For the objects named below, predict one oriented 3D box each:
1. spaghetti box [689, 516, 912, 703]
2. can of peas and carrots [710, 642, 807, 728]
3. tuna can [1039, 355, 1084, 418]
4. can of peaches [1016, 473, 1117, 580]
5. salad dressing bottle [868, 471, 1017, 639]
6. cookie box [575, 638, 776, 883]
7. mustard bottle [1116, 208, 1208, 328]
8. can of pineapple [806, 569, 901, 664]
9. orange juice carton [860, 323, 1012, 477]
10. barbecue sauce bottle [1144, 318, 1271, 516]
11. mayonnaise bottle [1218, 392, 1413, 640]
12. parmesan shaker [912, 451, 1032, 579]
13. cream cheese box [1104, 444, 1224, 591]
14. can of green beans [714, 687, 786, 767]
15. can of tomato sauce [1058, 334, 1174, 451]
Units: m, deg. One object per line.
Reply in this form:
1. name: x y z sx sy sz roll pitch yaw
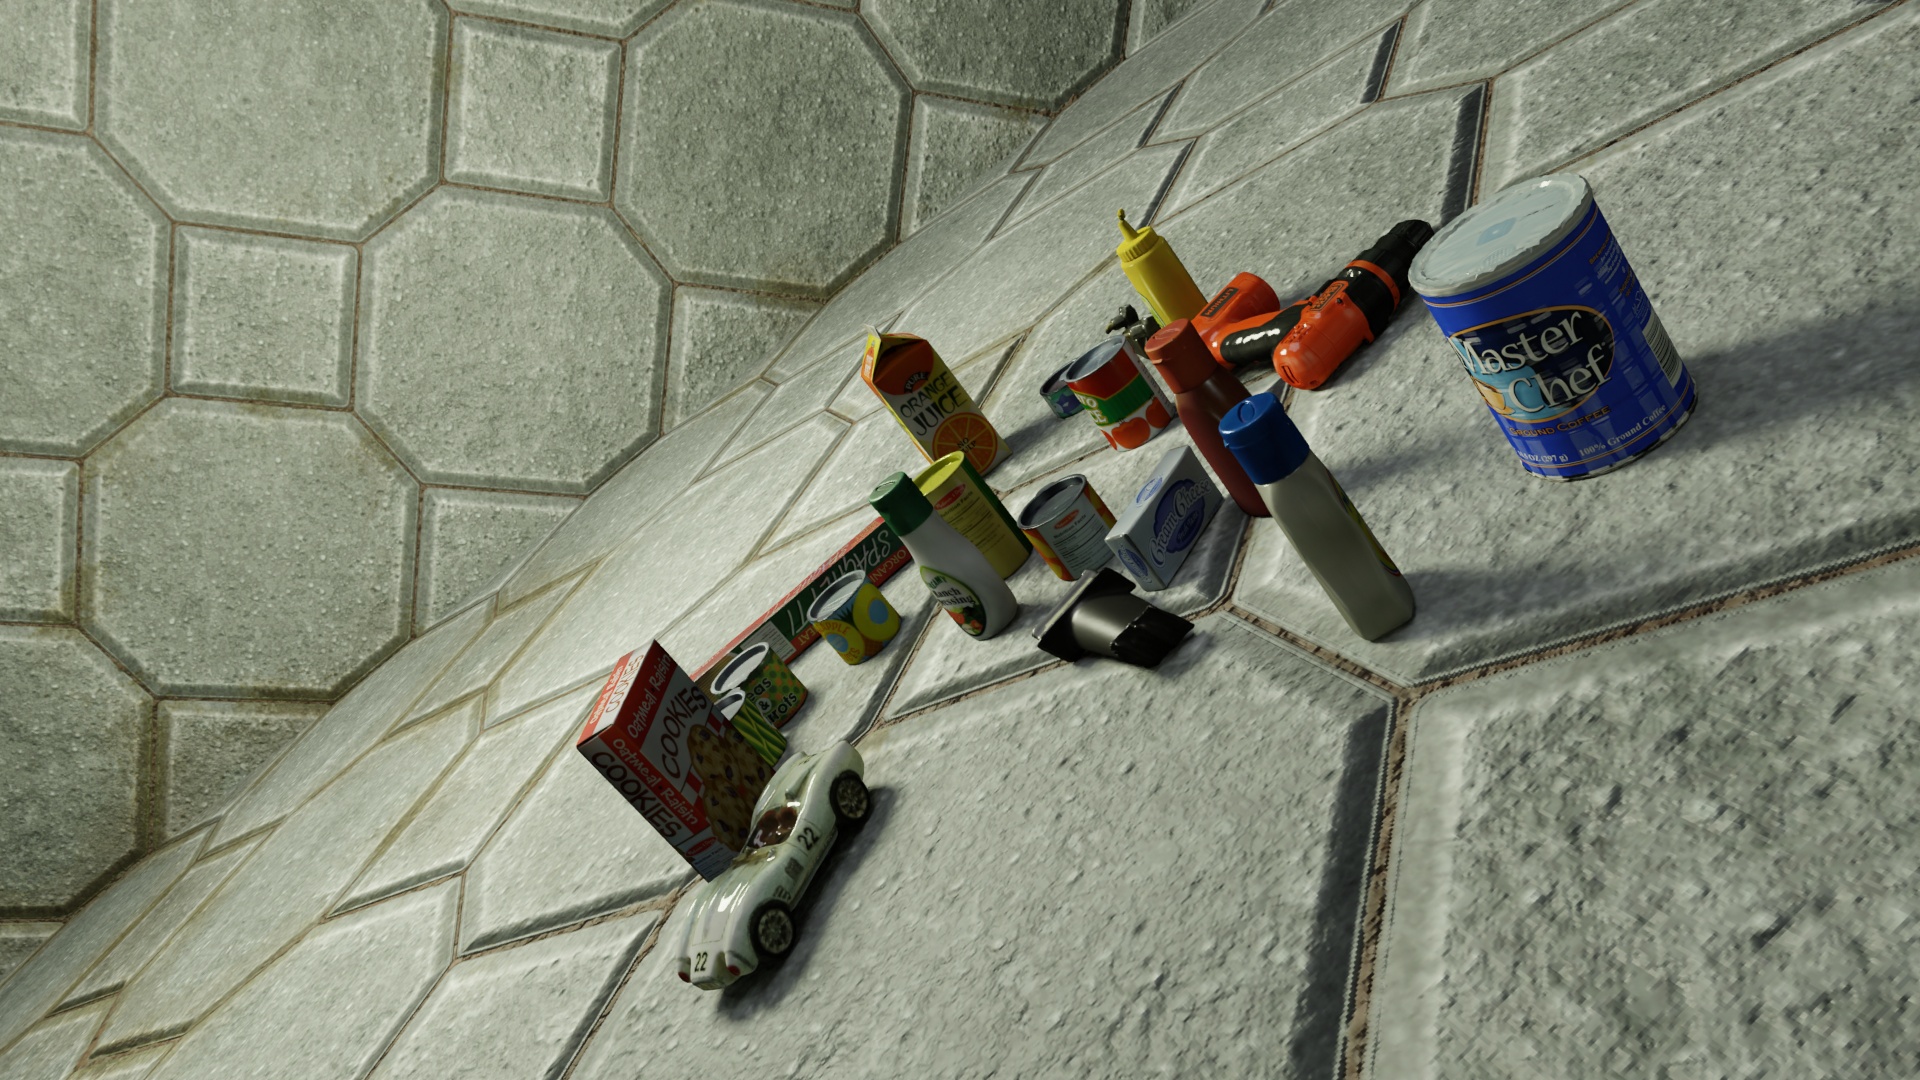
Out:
1. spaghetti box: -0.153 0.073 1.354 0.250 0.050 0.029 -41 19 -7
2. can of peas and carrots: -0.180 0.135 1.247 0.071 0.058 0.071 -34 19 14
3. tuna can: 0.119 -0.159 1.422 0.071 0.032 0.071 -34 19 14
4. can of peaches: 0.088 -0.011 1.101 0.071 0.058 0.071 -34 19 14
5. salad dressing bottle: -0.014 0.012 1.095 0.064 0.147 0.044 -10 33 54
6. cookie box: -0.205 0.171 1.045 0.040 0.167 0.123 -33 19 16
7. mustard bottle: 0.187 -0.240 1.289 0.049 0.160 0.065 -36 19 9
8. can of pineapple: -0.096 0.070 1.245 0.071 0.057 0.071 -34 19 14
9. orange juice carton: -0.037 -0.146 1.428 0.073 0.192 0.072 -39 19 -2
10. barbecue sauce bottle: 0.182 -0.084 0.960 0.044 0.148 0.065 -45 20 -20
11. mayonnaise bottle: 0.198 -0.015 0.774 0.041 0.148 0.065 -32 20 18
12. parmesan shaker: 0.004 -0.015 1.191 0.071 0.103 0.071 -34 19 14
13. cream cheese box: 0.150 -0.017 1.009 0.024 0.053 0.104 -14 30 51
14. can of green beans: -0.192 0.172 1.186 0.071 0.057 0.071 -34 19 14
15. can of tomato sauce: 0.140 -0.130 1.240 0.071 0.083 0.071 -34 19 14
